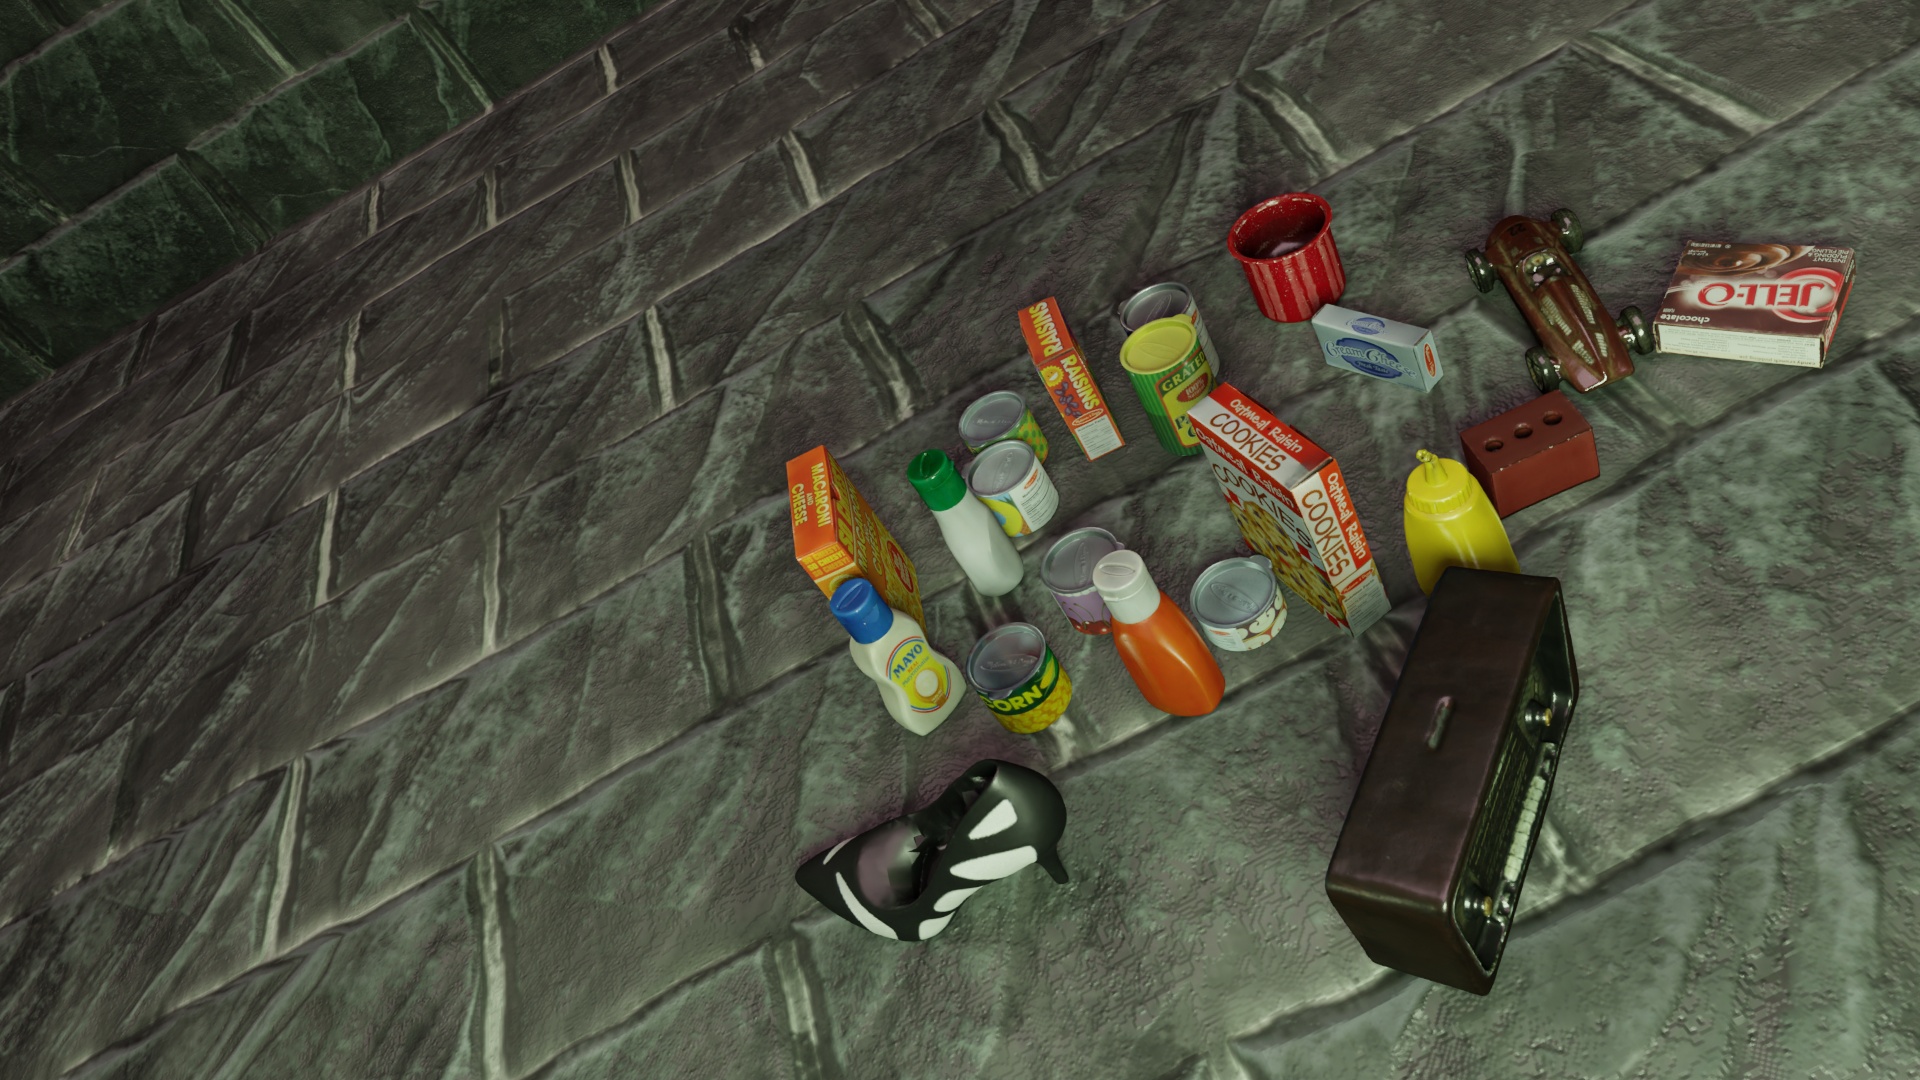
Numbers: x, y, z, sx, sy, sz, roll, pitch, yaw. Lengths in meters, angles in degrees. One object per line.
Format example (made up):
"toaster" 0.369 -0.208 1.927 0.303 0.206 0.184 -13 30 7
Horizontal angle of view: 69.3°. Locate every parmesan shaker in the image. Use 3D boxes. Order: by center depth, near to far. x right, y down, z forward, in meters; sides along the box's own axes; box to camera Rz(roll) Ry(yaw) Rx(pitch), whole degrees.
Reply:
"parmesan shaker" 0.186 -0.131 1.176 0.071 0.102 0.072 -18 43 18

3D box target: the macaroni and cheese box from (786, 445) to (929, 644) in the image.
"macaroni and cheese box" -0.083 0.018 1.154 0.040 0.166 0.124 -25 41 10

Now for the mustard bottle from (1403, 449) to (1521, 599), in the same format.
"mustard bottle" 0.328 -0.008 0.921 0.049 0.159 0.065 -48 43 -16

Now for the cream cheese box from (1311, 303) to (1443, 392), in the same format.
"cream cheese box" 0.341 -0.158 1.141 0.024 0.053 0.104 -47 42 -15

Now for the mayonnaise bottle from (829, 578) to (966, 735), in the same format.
"mayonnaise bottle" -0.051 0.088 1.080 0.065 0.147 0.041 -48 43 -16

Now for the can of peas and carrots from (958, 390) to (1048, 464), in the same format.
"can of peas and carrots" 0.039 -0.092 1.266 0.071 0.058 0.071 -18 43 18

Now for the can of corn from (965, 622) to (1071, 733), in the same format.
"can of corn" 0.045 0.108 1.067 0.071 0.058 0.071 -18 43 18

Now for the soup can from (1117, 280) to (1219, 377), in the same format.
"soup can" 0.185 -0.178 1.237 0.071 0.083 0.072 -18 43 18

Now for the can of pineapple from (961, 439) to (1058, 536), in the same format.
"can of pineapple" 0.044 -0.046 1.218 0.071 0.057 0.071 -18 43 18

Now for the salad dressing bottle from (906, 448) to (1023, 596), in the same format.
"salad dressing bottle" 0.004 -0.014 1.145 0.044 0.147 0.064 -17 43 18

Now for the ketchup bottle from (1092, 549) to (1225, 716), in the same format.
"ketchup bottle" 0.136 0.067 0.980 0.064 0.148 0.044 7 55 37

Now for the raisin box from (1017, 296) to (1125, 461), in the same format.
"raisin box" 0.097 -0.142 1.228 0.040 0.123 0.086 -25 41 11

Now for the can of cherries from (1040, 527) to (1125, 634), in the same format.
"can of cherries" 0.107 0.033 1.101 0.071 0.058 0.072 -18 43 18

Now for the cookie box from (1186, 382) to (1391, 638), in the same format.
"cookie box" 0.235 -0.022 0.989 0.040 0.166 0.123 -37 41 -4

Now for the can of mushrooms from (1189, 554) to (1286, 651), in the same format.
"can of mushrooms" 0.210 0.046 1.040 0.071 0.033 0.071 -18 43 18
